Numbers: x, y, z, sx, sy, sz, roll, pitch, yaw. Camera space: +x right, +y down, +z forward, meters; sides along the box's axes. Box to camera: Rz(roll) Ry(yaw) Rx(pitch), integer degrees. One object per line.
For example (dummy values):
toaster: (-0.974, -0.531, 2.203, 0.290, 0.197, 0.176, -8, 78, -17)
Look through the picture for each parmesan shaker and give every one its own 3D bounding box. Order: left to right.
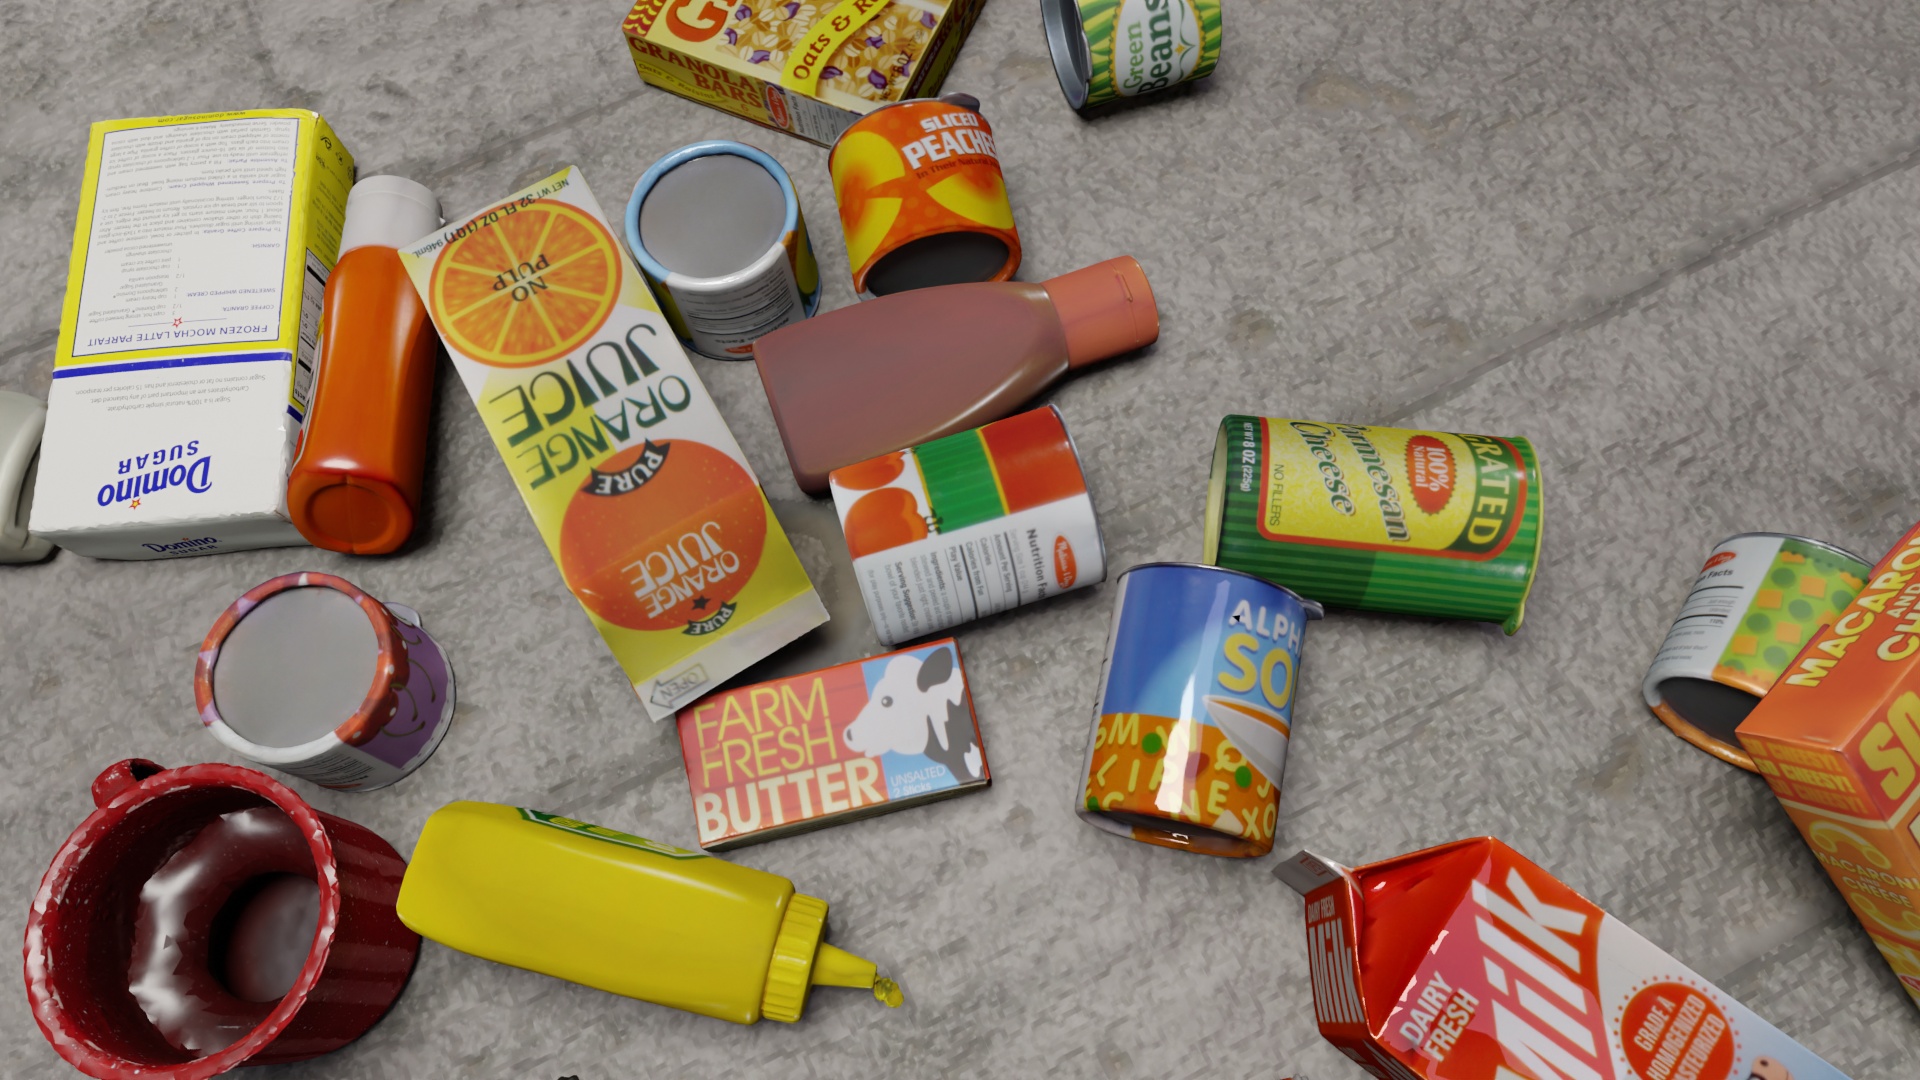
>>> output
parmesan shaker: (0.140, -0.006, 0.485, 0.103, 0.071, 0.071, 5, 70, 4)

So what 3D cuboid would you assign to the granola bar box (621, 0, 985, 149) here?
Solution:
granola bar box: (-0.051, -0.253, 0.600, 0.124, 0.039, 0.166, 22, 72, 9)

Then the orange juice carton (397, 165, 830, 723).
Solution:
orange juice carton: (-0.122, -0.033, 0.503, 0.072, 0.072, 0.193, -29, 72, -8)

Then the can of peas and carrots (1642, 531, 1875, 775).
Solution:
can of peas and carrots: (0.275, 0.041, 0.463, 0.071, 0.070, 0.059, 32, 75, 13)

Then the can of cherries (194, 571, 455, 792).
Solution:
can of cherries: (-0.220, 0.048, 0.485, 0.071, 0.058, 0.071, -1, 70, 2)

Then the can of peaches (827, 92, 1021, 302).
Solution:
can of peaches: (-0.013, -0.128, 0.535, 0.071, 0.071, 0.058, -12, 71, -2)

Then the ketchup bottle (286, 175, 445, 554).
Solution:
ketchup bottle: (-0.223, -0.072, 0.530, 0.043, 0.064, 0.149, 5, 59, -19)

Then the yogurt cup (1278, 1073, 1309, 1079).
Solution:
yogurt cup: (0.083, 0.198, 0.415, 0.054, 0.072, 0.072, -8, 70, 8)

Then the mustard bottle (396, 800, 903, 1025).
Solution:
mustard bottle: (-0.095, 0.124, 0.451, 0.160, 0.065, 0.049, 14, 77, 1)

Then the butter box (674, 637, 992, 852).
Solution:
butter box: (-0.045, 0.072, 0.487, 0.103, 0.024, 0.053, -13, 70, -2)

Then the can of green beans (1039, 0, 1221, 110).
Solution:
can of green beans: (0.068, -0.216, 0.567, 0.058, 0.071, 0.071, -15, 70, -4)

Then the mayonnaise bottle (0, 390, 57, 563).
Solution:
mayonnaise bottle: (-0.417, -0.030, 0.531, 0.148, 0.041, 0.065, 7, 72, 4)

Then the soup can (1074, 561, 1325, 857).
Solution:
soup can: (0.080, 0.057, 0.464, 0.071, 0.071, 0.084, 11, 71, 6)

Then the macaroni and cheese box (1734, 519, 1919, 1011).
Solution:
macaroni and cheese box: (0.325, 0.079, 0.422, 0.124, 0.040, 0.166, -42, 103, -12)

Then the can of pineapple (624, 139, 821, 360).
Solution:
can of pineapple: (-0.092, -0.113, 0.539, 0.071, 0.057, 0.071, -1, 70, 2)

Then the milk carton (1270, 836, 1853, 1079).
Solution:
milk carton: (0.180, 0.154, 0.421, 0.191, 0.072, 0.073, 35, 75, 14)

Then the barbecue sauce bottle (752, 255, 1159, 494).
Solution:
barbecue sauce bottle: (0.000, -0.069, 0.527, 0.149, 0.043, 0.065, -19, 77, -5)

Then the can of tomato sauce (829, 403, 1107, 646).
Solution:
can of tomato sauce: (0.002, -0.006, 0.493, 0.083, 0.071, 0.071, -17, 70, -3)
